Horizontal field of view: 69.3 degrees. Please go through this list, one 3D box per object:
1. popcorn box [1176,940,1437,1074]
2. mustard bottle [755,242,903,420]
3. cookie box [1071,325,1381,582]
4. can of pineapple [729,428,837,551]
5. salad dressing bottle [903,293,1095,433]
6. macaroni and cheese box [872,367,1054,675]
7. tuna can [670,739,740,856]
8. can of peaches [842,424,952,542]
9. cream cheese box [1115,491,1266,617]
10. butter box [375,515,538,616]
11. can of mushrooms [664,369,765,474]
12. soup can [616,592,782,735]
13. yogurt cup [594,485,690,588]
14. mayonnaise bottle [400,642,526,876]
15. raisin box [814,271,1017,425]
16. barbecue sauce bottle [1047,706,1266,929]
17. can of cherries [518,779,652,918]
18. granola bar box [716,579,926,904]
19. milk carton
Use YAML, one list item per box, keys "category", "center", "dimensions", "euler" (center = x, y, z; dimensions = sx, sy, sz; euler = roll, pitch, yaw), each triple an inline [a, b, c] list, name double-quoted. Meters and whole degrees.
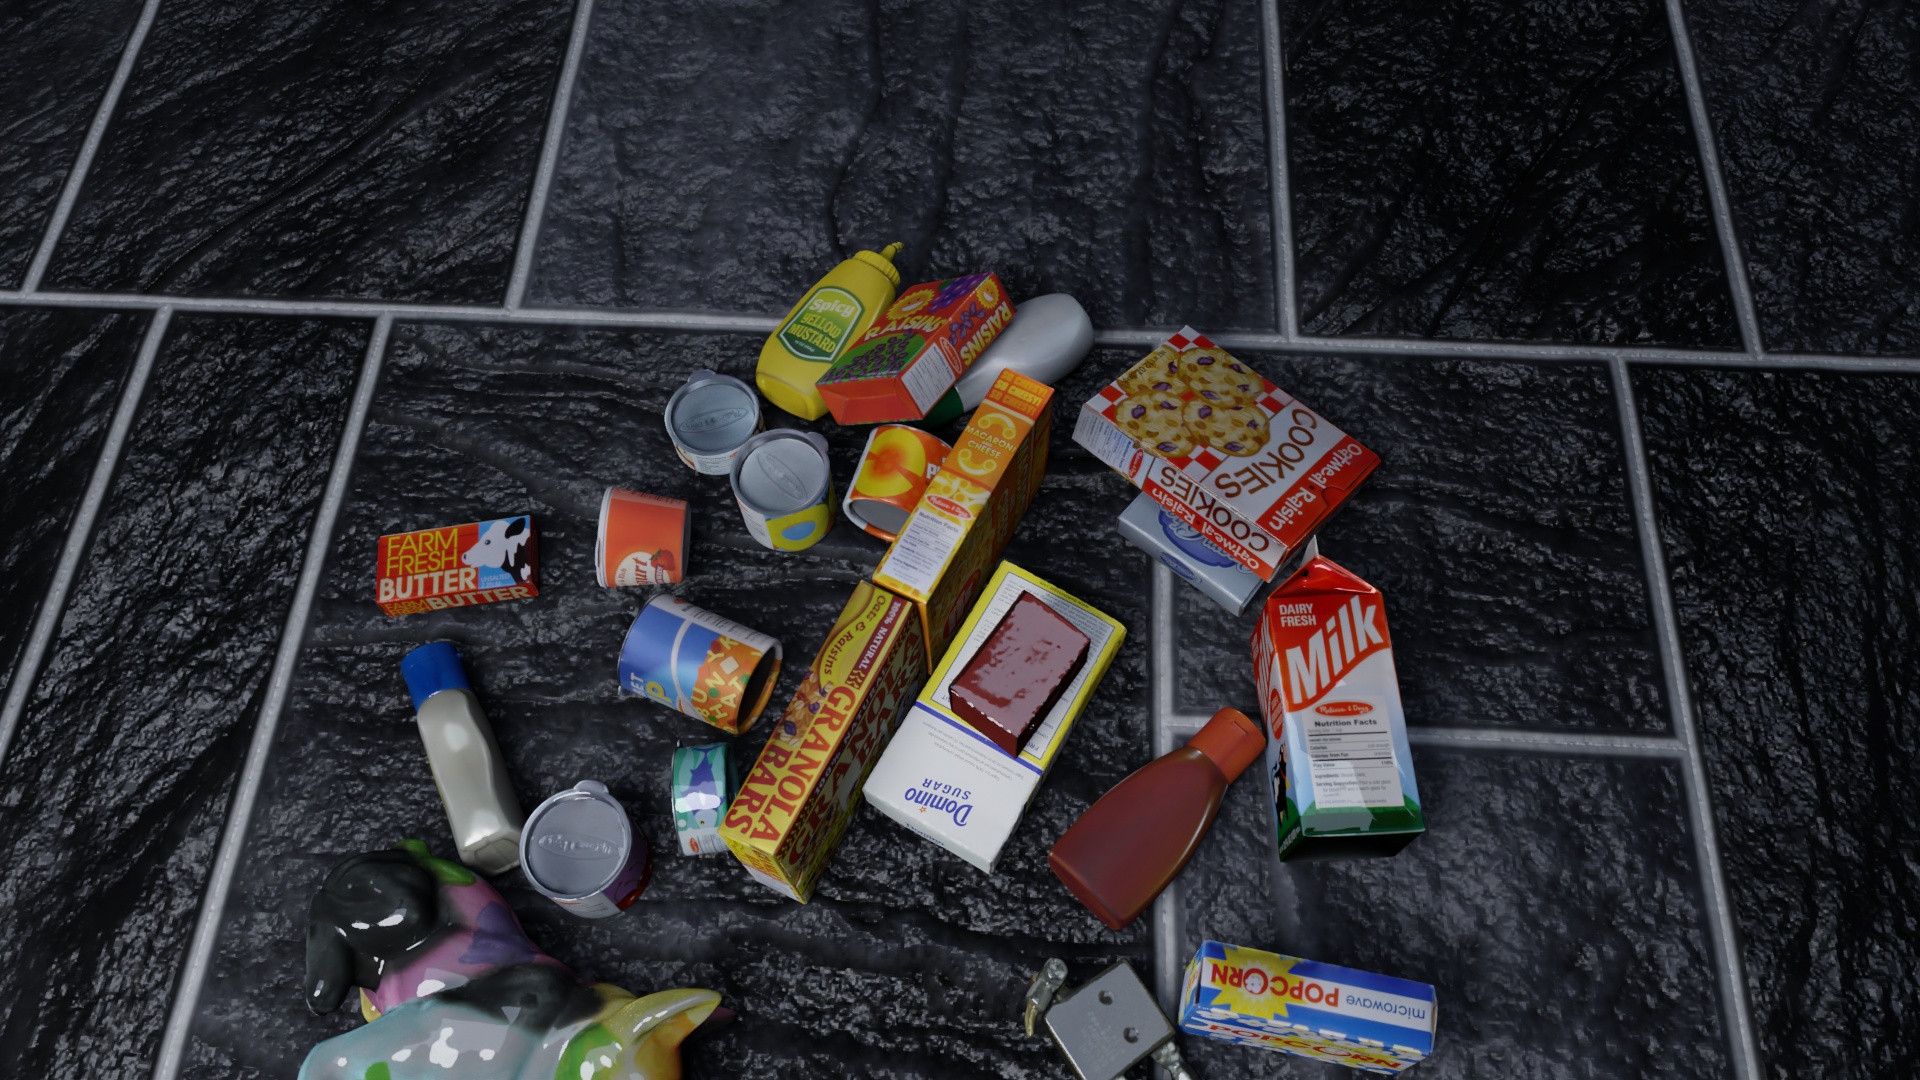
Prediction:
- category: "popcorn box"
  center: [0.189, 0.261, 0.771]
  dimensions: [0.127, 0.085, 0.038]
  euler: [10, 63, 7]
- category: "mustard bottle"
  center: [-0.086, -0.163, 1.008]
  dimensions: [0.065, 0.048, 0.161]
  euler: [26, 67, 11]
- category: "cookie box"
  center: [0.180, -0.063, 0.939]
  dimensions: [0.168, 0.040, 0.123]
  euler: [39, 53, 19]
- category: "can of pineapple"
  center: [-0.117, -0.034, 0.940]
  dimensions: [0.071, 0.057, 0.071]
  euler: [0, 64, 1]
- category: "salad dressing bottle"
  center: [0.024, -0.123, 0.990]
  dimensions: [0.148, 0.043, 0.064]
  euler: [-30, 61, -11]
- category: "macaroni and cheese box"
  center: [0.003, -0.011, 0.889]
  dimensions: [0.040, 0.123, 0.167]
  euler: [25, 67, 12]
- category: "tuna can"
  center: [-0.154, 0.154, 0.842]
  dimensions: [0.033, 0.070, 0.071]
  euler: [-6, 64, -3]
- category: "can of peaches"
  center: [-0.037, -0.036, 0.934]
  dimensions: [0.071, 0.071, 0.058]
  euler: [16, 66, 9]
- category: "cream cheese box"
  center: [0.162, 0.000, 0.936]
  dimensions: [0.104, 0.024, 0.053]
  euler: [37, 70, 17]
- category: "butter box"
  center: [-0.338, 0.017, 0.938]
  dimensions: [0.103, 0.024, 0.053]
  euler: [-8, 63, -3]
- category: "can of mushrooms"
  center: [-0.172, -0.083, 0.979]
  dimensions: [0.071, 0.033, 0.071]
  euler: [-1, 64, 2]
- category: "soup can"
  center: [-0.165, 0.081, 0.880]
  dimensions: [0.084, 0.071, 0.071]
  euler: [21, 66, 11]
- category: "yogurt cup"
  center: [-0.209, -0.001, 0.923]
  dimensions: [0.054, 0.072, 0.072]
  euler: [4, 64, -6]
- category: "mayonnaise bottle"
  center: [-0.308, 0.132, 0.861]
  dimensions: [0.041, 0.064, 0.148]
  euler: [-25, 62, -13]
- category: "raisin box"
  center: [-0.030, -0.132, 0.959]
  dimensions: [0.086, 0.040, 0.124]
  euler: [-1, 41, 45]
- category: "barbecue sauce bottle"
  center: [0.125, 0.163, 0.845]
  dimensions: [0.149, 0.043, 0.065]
  euler: [-41, 70, -18]
- category: "can of cherries"
  center: [-0.222, 0.186, 0.833]
  dimensions: [0.071, 0.058, 0.072]
  euler: [-1, 64, 2]
- category: "granola bar box"
  center: [-0.075, 0.122, 0.824]
  dimensions: [0.039, 0.123, 0.166]
  euler: [23, 67, 13]
- category: "milk carton"
  center: [0.226, 0.096, 0.861]
  dimensions: [0.073, 0.072, 0.191]
  euler: [-2, 65, 0]
